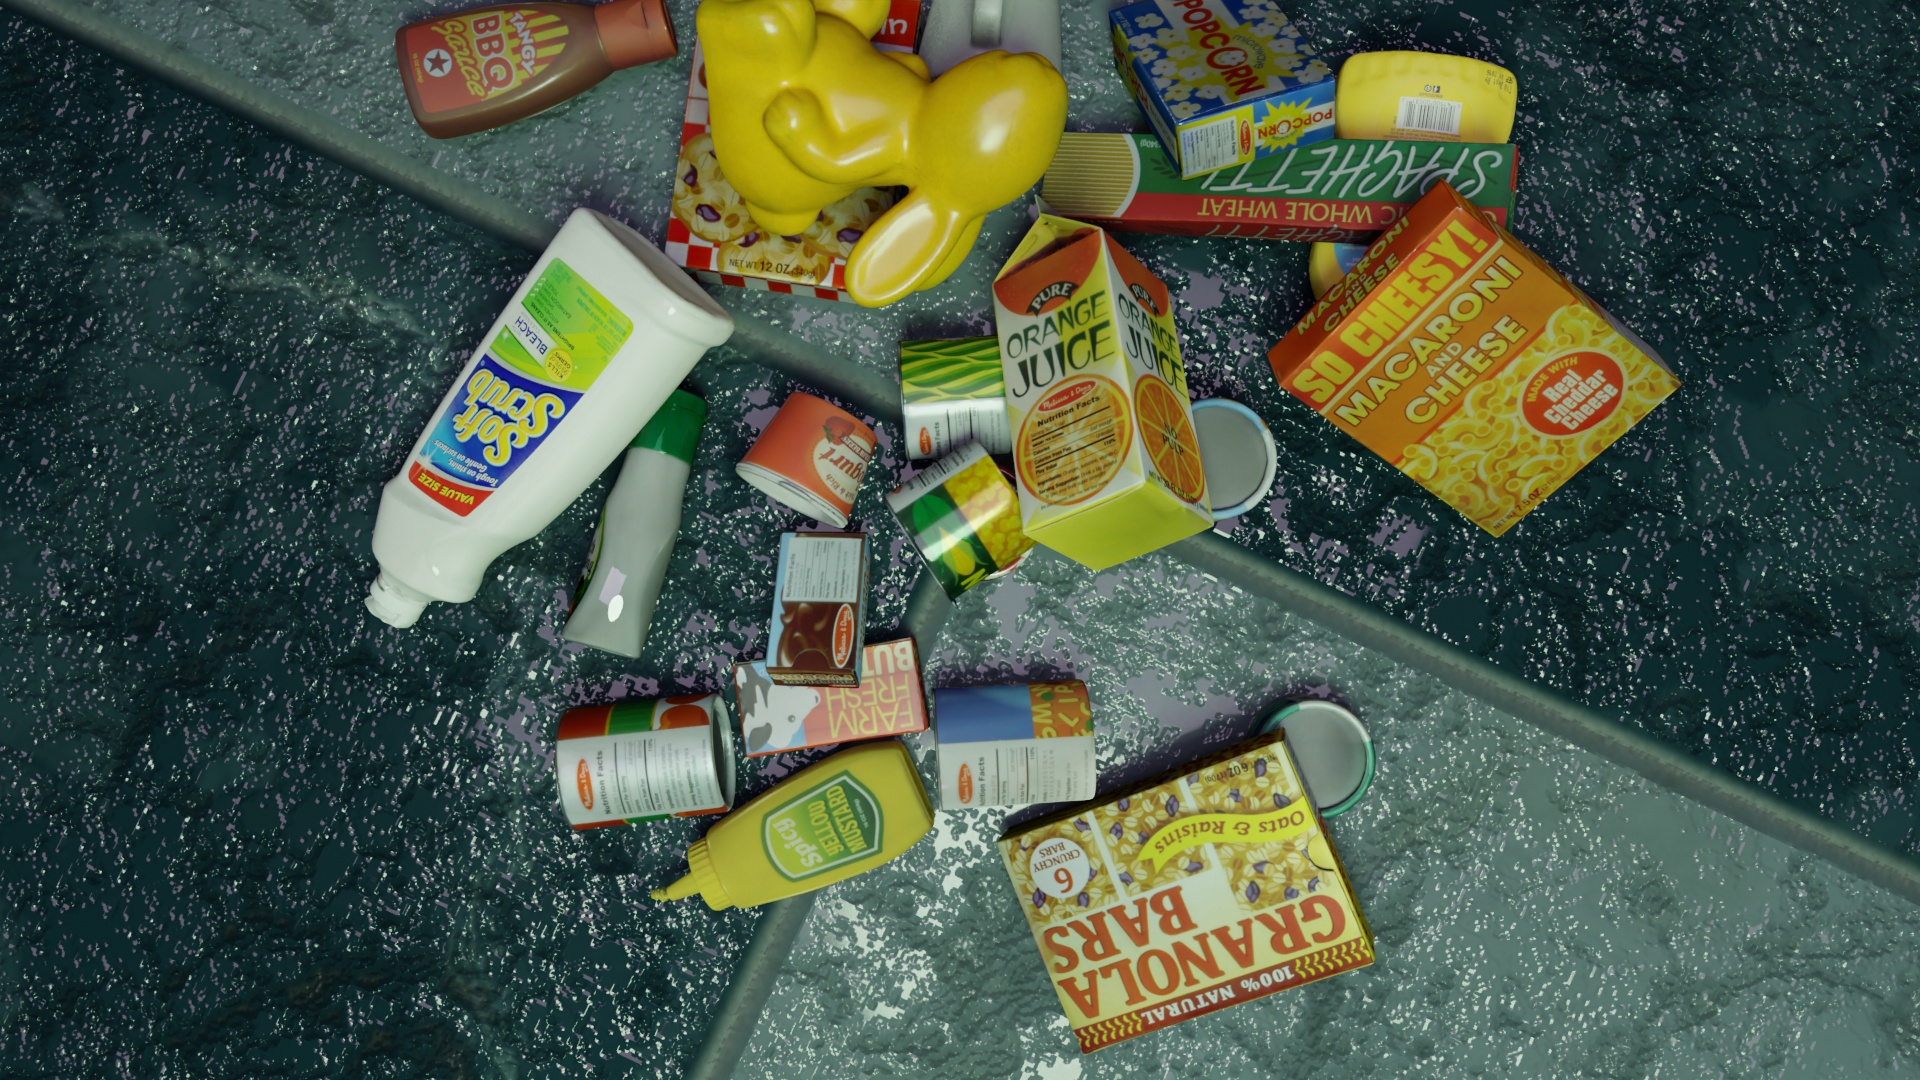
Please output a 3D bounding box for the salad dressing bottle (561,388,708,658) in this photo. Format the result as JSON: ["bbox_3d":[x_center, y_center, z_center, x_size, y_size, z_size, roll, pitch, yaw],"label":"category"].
[{"bbox_3d":[-0.176,-0.011,0.764,0.044,0.064,0.148,17,79,-11],"label":"salad dressing bottle"}]

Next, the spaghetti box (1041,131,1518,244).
[{"bbox_3d":[0.166,-0.189,0.747,0.250,0.029,0.050,7,88,19],"label":"spaghetti box"}]

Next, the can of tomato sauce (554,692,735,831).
[{"bbox_3d":[-0.169,0.119,0.754,0.083,0.071,0.071,-7,88,0],"label":"can of tomato sauce"}]

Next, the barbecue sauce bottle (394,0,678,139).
[{"bbox_3d":[-0.236,-0.274,0.782,0.149,0.043,0.065,-14,87,-1],"label":"barbecue sauce bottle"}]

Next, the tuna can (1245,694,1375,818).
[{"bbox_3d":[0.192,0.121,0.767,0.071,0.033,0.071,0,87,0],"label":"tuna can"}]

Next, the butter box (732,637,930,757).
[{"bbox_3d":[-0.072,0.087,0.774,0.103,0.024,0.053,-8,86,0],"label":"butter box"}]

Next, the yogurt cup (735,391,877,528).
[{"bbox_3d":[-0.081,-0.045,0.762,0.072,0.072,0.054,27,80,1],"label":"yogurt cup"}]

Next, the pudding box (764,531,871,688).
[{"bbox_3d":[-0.077,0.037,0.758,0.050,0.030,0.084,1,64,4],"label":"pudding box"}]

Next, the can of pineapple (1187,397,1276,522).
[{"bbox_3d":[0.134,-0.043,0.762,0.071,0.058,0.071,0,88,1],"label":"can of pineapple"}]

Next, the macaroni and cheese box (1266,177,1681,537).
[{"bbox_3d":[0.263,-0.089,0.717,0.166,0.040,0.123,30,121,-21],"label":"macaroni and cheese box"}]

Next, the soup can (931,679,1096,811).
[{"bbox_3d":[0.027,0.109,0.753,0.084,0.071,0.071,-4,88,-2],"label":"soup can"}]

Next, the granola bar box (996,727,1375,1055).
[{"bbox_3d":[0.119,0.188,0.743,0.165,0.039,0.124,-23,88,14],"label":"granola bar box"}]

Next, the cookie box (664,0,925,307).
[{"bbox_3d":[-0.092,-0.224,0.780,0.123,0.040,0.167,8,88,1],"label":"cookie box"}]

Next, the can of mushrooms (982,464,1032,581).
[{"bbox_3d":[0.013,-0.012,0.774,0.071,0.033,0.071,0,87,1],"label":"can of mushrooms"}]

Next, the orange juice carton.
[{"bbox_3d":[0.069,-0.090,0.728,0.073,0.072,0.193,-23,60,30],"label":"orange juice carton"}]

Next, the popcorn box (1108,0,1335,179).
[{"bbox_3d":[0.138,-0.252,0.747,0.085,0.038,0.127,-16,48,0],"label":"popcorn box"}]

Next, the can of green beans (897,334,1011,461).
[{"bbox_3d":[-0.003,-0.078,0.761,0.058,0.071,0.071,-4,88,0],"label":"can of green beans"}]

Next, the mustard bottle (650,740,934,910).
[{"bbox_3d":[-0.095,0.165,0.759,0.160,0.049,0.065,-25,86,-1],"label":"mustard bottle"}]

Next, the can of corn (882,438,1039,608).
[{"bbox_3d":[0.003,-0.009,0.724,0.058,0.071,0.071,-33,88,0],"label":"can of corn"}]
